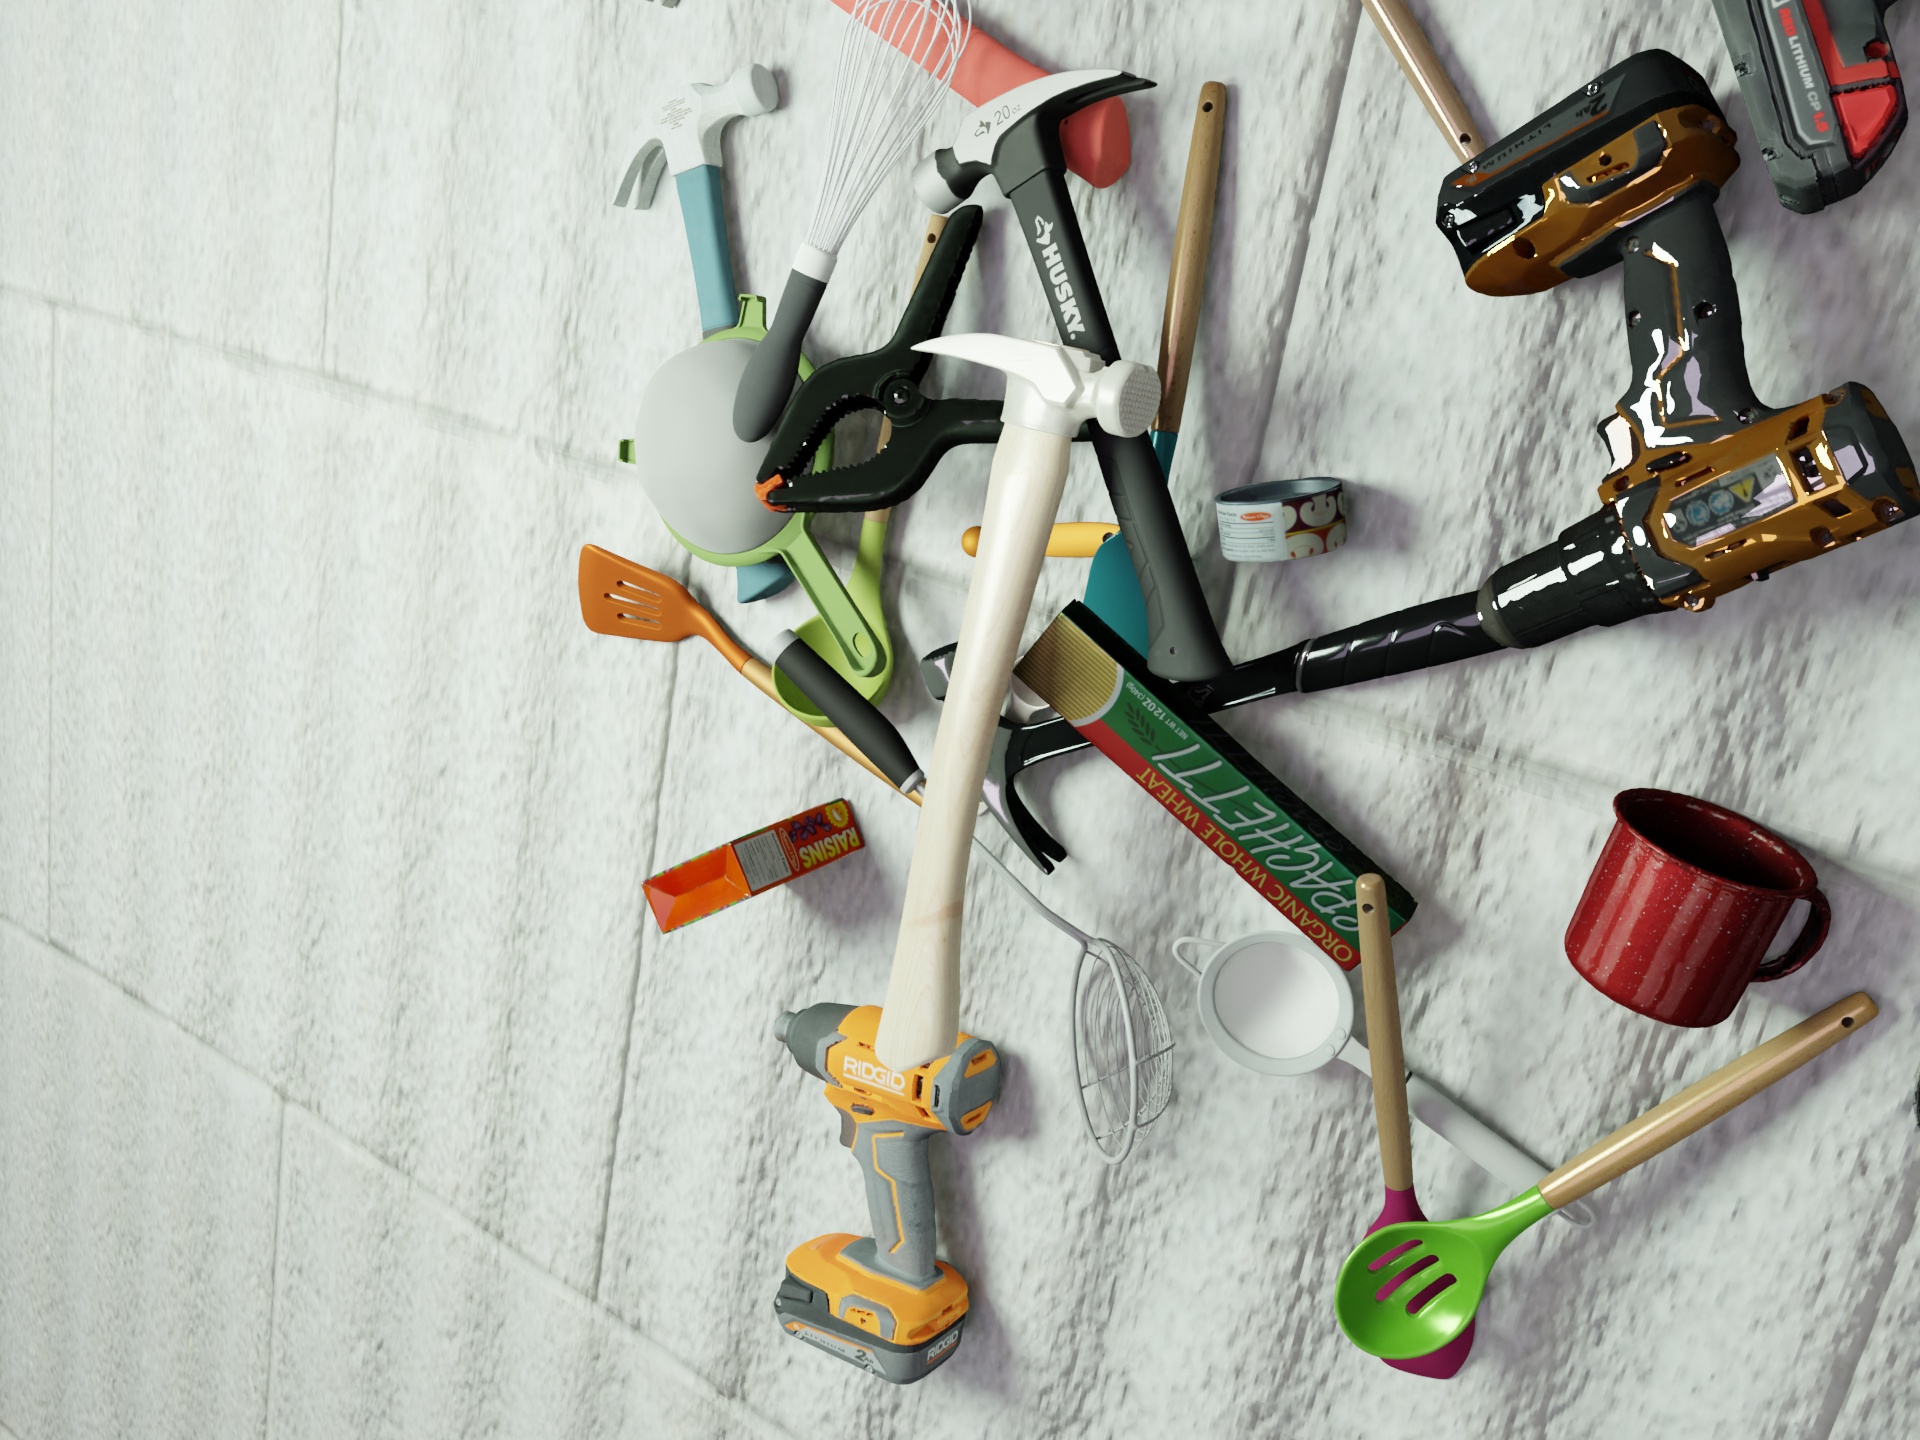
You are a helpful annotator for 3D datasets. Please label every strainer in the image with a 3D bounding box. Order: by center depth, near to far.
[{"bbox_3d":[0.230,0.192,0.868,0.258,0.050,0.087,36,113,16],"label":"strainer"},{"bbox_3d":[-0.129,-0.130,0.967,0.151,0.069,0.256,-42,69,26],"label":"strainer"}]

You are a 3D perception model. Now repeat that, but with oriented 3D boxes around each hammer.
[{"bbox_3d":[0.080,-0.179,0.843,0.146,0.035,0.335,-22,84,39],"label":"hammer"},{"bbox_3d":[0.171,-0.019,0.862,0.409,0.036,0.149,-16,102,32],"label":"hammer"},{"bbox_3d":[-0.001,-0.003,0.875,0.146,0.038,0.410,22,106,37],"label":"hammer"},{"bbox_3d":[-0.045,-0.411,0.936,0.359,0.036,0.149,43,119,20],"label":"hammer"},{"bbox_3d":[-0.153,-0.242,1.039,0.128,0.033,0.331,-5,96,33],"label":"hammer"}]

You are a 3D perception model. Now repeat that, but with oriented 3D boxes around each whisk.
[{"bbox_3d":[-0.070,-0.288,0.892,0.070,0.070,0.284,32,107,24],"label":"whisk"}]

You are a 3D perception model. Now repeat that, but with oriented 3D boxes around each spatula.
[{"bbox_3d":[0.118,-0.185,0.879,0.082,0.044,0.317,12,100,23],"label":"spatula"},{"bbox_3d":[-0.130,-0.018,1.061,0.323,0.041,0.081,35,139,21],"label":"spatula"}]

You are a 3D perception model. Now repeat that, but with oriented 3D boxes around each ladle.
[{"bbox_3d":[-0.052,-0.149,0.978,0.078,0.062,0.320,19,106,19],"label":"ladle"}]

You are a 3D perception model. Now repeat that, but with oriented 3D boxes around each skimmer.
[{"bbox_3d":[-0.006,0.098,0.940,0.363,0.090,0.127,45,160,6],"label":"skimmer"}]

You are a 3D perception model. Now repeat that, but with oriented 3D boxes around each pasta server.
[{"bbox_3d":[0.179,-0.410,0.790,0.060,0.040,0.316,-30,83,22],"label":"pasta server"}]

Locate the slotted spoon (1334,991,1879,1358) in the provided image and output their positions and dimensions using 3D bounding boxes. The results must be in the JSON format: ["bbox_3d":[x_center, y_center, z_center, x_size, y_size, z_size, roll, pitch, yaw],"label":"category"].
[{"bbox_3d":[0.319,0.229,0.803,0.313,0.031,0.070,-42,88,22],"label":"slotted spoon"}]

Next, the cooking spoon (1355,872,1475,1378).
[{"bbox_3d":[0.231,0.225,0.848,0.069,0.017,0.318,2,113,31],"label":"cooking spoon"}]

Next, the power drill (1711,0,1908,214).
[{"bbox_3d":[0.436,-0.280,0.627,0.227,0.080,0.188,-19,89,31],"label":"power drill"}]

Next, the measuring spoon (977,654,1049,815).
[{"bbox_3d":[0.032,0.009,0.980,0.034,0.018,0.124,34,122,14],"label":"measuring spoon"}]

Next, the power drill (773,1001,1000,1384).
[{"bbox_3d":[-0.063,0.300,1.055,0.164,0.084,0.226,11,101,32],"label":"power drill"}]

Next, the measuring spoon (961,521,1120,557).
[{"bbox_3d":[0.049,-0.107,0.945,0.117,0.011,0.021,3,100,32],"label":"measuring spoon"}]

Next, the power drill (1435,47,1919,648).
[{"bbox_3d":[0.292,-0.154,0.718,0.185,0.084,0.226,-28,74,39],"label":"power drill"}]
